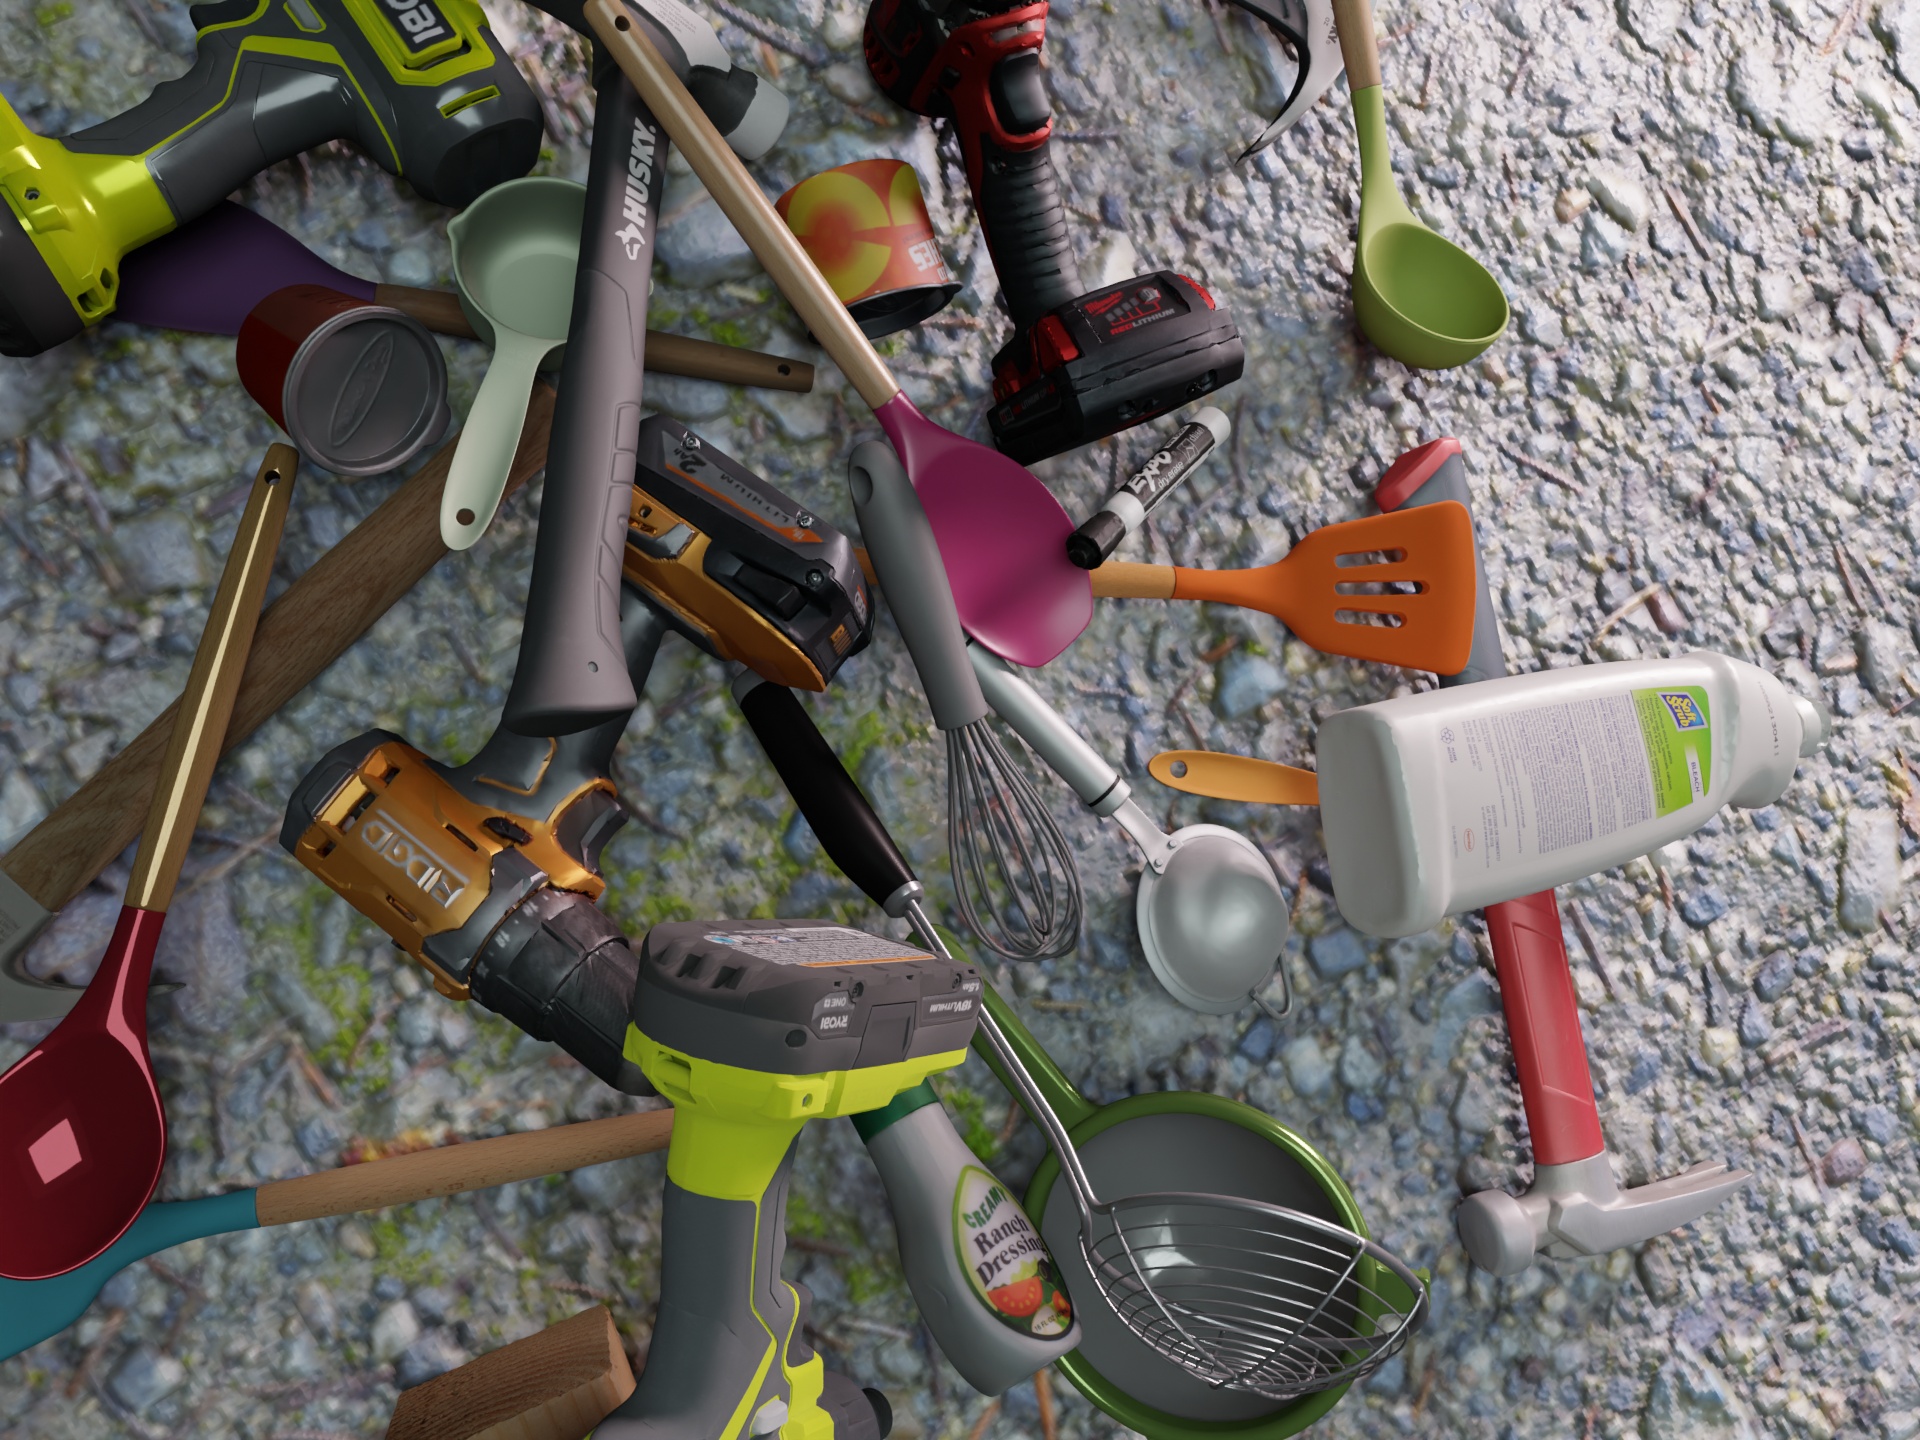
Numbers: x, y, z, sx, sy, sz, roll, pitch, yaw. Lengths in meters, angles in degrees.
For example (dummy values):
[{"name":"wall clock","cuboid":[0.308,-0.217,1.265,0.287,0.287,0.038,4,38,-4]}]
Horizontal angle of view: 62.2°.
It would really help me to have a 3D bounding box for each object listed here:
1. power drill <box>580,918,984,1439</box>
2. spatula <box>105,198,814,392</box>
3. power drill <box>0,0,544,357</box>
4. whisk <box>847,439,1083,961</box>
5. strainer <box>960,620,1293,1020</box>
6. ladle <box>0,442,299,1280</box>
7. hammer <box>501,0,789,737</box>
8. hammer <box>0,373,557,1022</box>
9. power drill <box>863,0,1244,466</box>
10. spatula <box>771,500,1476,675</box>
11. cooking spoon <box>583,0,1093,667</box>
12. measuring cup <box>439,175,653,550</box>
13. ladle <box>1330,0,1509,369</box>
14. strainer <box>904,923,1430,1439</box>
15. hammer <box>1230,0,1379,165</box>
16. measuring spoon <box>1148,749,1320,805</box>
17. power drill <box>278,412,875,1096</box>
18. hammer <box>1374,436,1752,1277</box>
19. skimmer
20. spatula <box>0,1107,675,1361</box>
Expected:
[{"name":"power drill","cuboid":[-0.065,0.188,0.565,0.171,0.080,0.223,9,92,-56]},{"name":"spatula","cuboid":[-0.217,-0.173,0.665,0.315,0.018,0.060,8,85,-12]},{"name":"power drill","cuboid":[-0.305,-0.260,0.617,0.228,0.080,0.190,-33,86,-19]},{"name":"whisk","cuboid":[-0.001,-0.002,0.665,0.055,0.055,0.239,-23,106,-14]},{"name":"strainer","cuboid":[0.072,0.040,0.704,0.258,0.050,0.087,45,60,-6]},{"name":"ladle","cuboid":[-0.298,0.044,0.593,0.069,0.031,0.315,16,80,-15]},{"name":"hammer","cuboid":[-0.134,-0.148,0.586,0.146,0.035,0.335,25,55,-41]},{"name":"hammer","cuboid":[-0.278,-0.016,0.632,0.130,0.031,0.331,45,77,-6]},{"name":"power drill","cuboid":[0.035,-0.230,0.647,0.080,0.188,0.226,-22,95,-15]},{"name":"spatula","cuboid":[0.074,-0.065,0.715,0.322,0.041,0.081,2,88,-12]},{"name":"cooking spoon","cuboid":[-0.045,-0.152,0.647,0.069,0.017,0.318,-42,110,-13]},{"name":"measuring cup","cuboid":[-0.176,-0.137,0.635,0.083,0.038,0.168,16,71,-10]},{"name":"ladle","cuboid":[0.189,-0.318,0.722,0.078,0.062,0.320,-22,105,-31]},{"name":"strainer","cuboid":[0.070,0.186,0.691,0.151,0.069,0.256,-45,78,17]},{"name":"hammer","cuboid":[0.005,-0.397,0.728,0.408,0.036,0.149,21,82,-11]},{"name":"measuring spoon","cuboid":[0.143,0.029,0.743,0.117,0.011,0.021,8,88,-9]},{"name":"power drill","cuboid":[-0.126,0.015,0.618,0.185,0.084,0.226,35,79,16]},{"name":"hammer","cuboid":[0.273,0.055,0.757,0.143,0.038,0.386,-10,88,-15]},{"name":"skimmer","cuboid":[0.034,0.109,0.636,0.090,0.127,0.363,-24,66,-29]},{"name":"spatula","cuboid":[-0.247,0.187,0.619,0.317,0.044,0.082,-8,81,-15]}]
